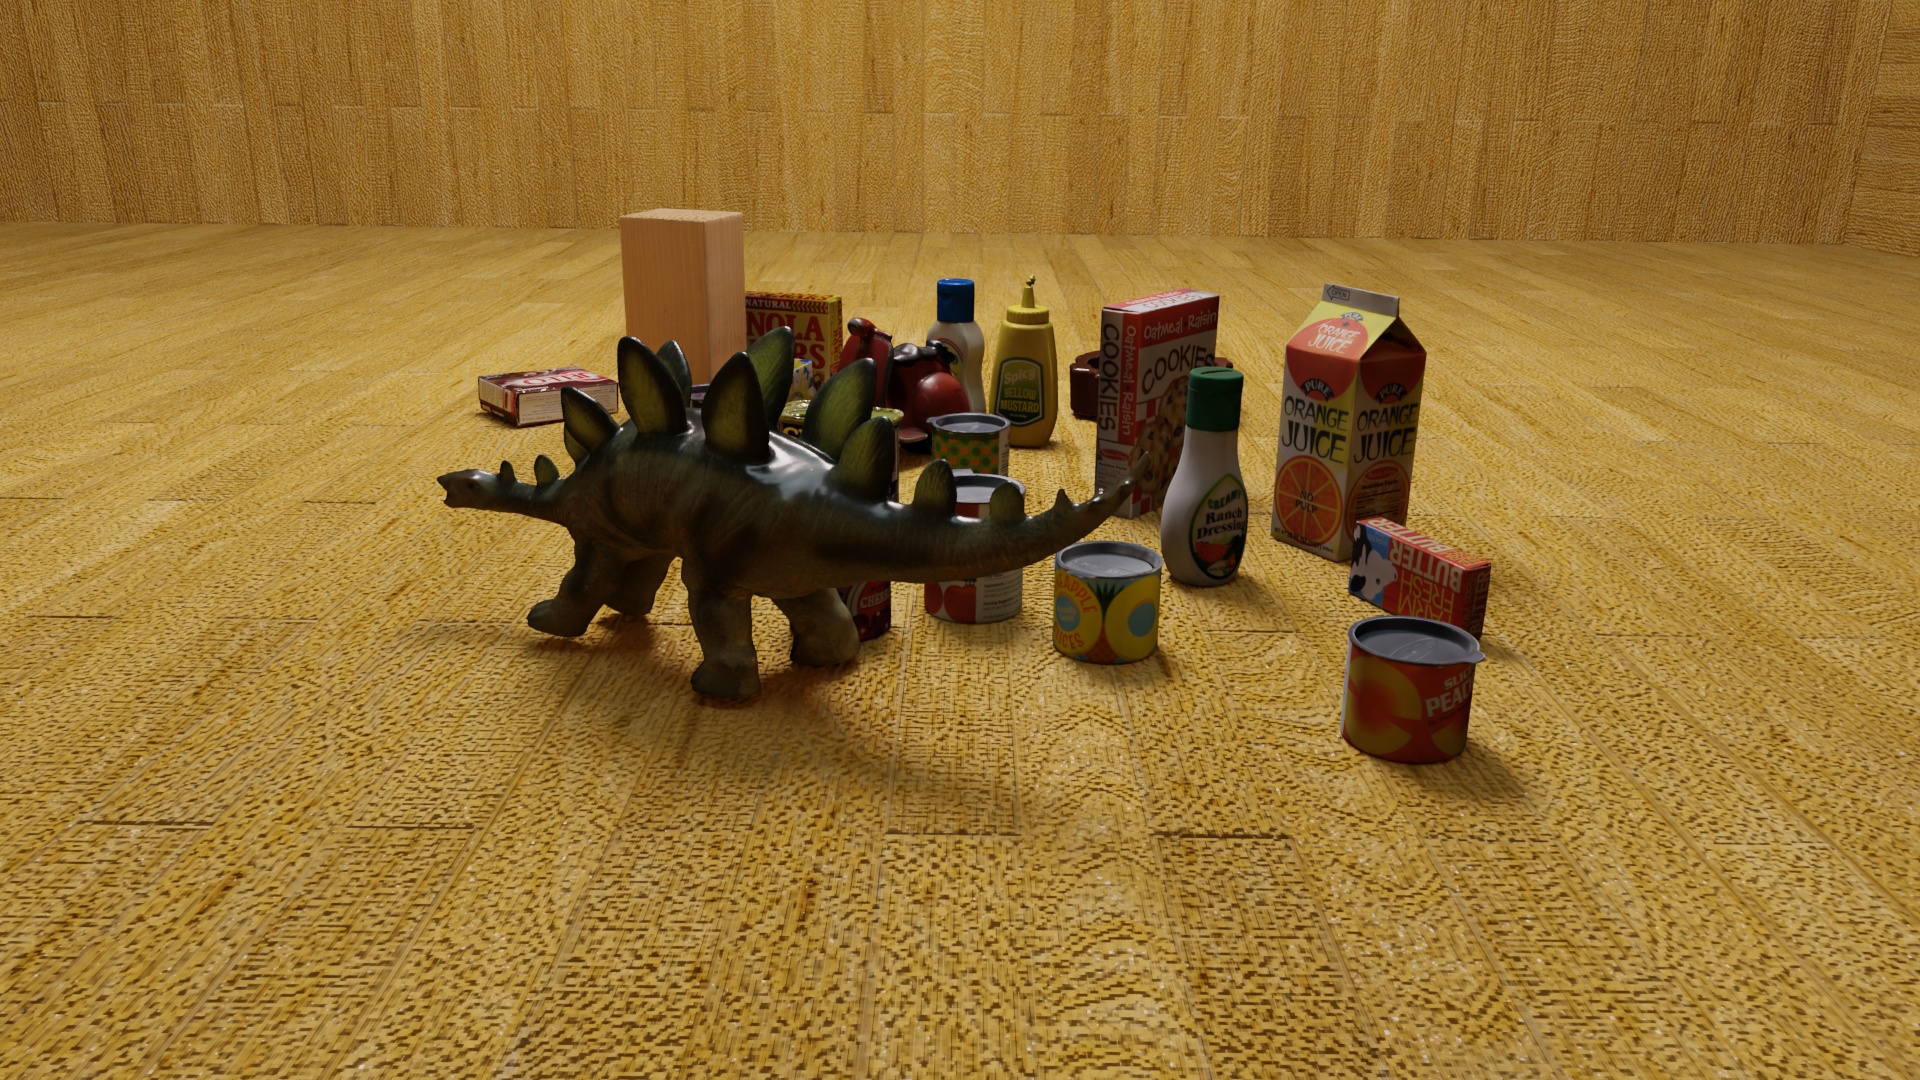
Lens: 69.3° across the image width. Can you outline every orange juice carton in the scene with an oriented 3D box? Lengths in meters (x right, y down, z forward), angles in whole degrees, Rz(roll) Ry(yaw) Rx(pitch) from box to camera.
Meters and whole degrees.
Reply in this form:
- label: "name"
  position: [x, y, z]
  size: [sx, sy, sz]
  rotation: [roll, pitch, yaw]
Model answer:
- label: "orange juice carton"
  position: [0.286, -0.089, 1.023]
  size: [0.073, 0.192, 0.072]
  rotation: [-11, 21, -31]

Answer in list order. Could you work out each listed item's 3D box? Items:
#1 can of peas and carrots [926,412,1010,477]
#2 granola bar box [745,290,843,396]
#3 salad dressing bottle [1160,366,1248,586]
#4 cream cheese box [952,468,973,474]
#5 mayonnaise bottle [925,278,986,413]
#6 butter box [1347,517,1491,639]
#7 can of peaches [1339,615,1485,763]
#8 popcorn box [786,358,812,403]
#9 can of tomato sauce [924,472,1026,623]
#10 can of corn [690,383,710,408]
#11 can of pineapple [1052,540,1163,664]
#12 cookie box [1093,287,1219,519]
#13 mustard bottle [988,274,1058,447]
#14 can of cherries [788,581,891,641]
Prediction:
- label: "can of peas and carrots"
  position: [0.006, -0.072, 1.170]
  size: [0.071, 0.058, 0.071]
  rotation: [1, 18, 0]
- label: "granola bar box"
  position: [-0.200, -0.190, 1.409]
  size: [0.165, 0.123, 0.039]
  rotation: [7, 19, 18]
- label: "salad dressing bottle"
  position: [0.170, -0.044, 0.955]
  size: [0.064, 0.147, 0.044]
  rotation: [-10, 21, -29]
- label: "cream cheese box"
  position: [0.004, -0.013, 1.003]
  size: [0.024, 0.053, 0.104]
  rotation: [-2, 19, -7]
- label: "mayonnaise bottle"
  position: [-0.006, -0.176, 1.340]
  size: [0.065, 0.147, 0.041]
  rotation: [12, 21, 31]
- label: "butter box"
  position: [0.297, 0.025, 0.904]
  size: [0.024, 0.053, 0.103]
  rotation: [-8, 20, -24]
- label: "can of peaches"
  position: [0.238, 0.079, 0.735]
  size: [0.071, 0.057, 0.071]
  rotation: [1, 18, 0]
- label: "popcorn box"
  position: [-0.170, -0.109, 1.231]
  size: [0.038, 0.085, 0.127]
  rotation: [5, 19, 14]
- label: "can of tomato sauce"
  position: [0.007, 0.004, 0.908]
  size: [0.071, 0.082, 0.071]
  rotation: [1, 18, 0]
- label: "can of corn"
  position: [-0.226, -0.108, 1.270]
  size: [0.071, 0.058, 0.071]
  rotation: [1, 18, 0]
- label: "can of pineapple"
  position: [0.088, 0.038, 0.851]
  size: [0.071, 0.057, 0.071]
  rotation: [1, 18, 0]
- label: "cookie box"
  position: [0.159, -0.114, 1.131]
  size: [0.040, 0.166, 0.123]
  rotation: [15, 23, 36]
- label: "mustard bottle"
  position: [0.060, -0.168, 1.299]
  size: [0.065, 0.159, 0.049]
  rotation: [4, 19, 11]
- label: "can of cherries"
  position: [-0.074, 0.027, 0.875]
  size: [0.071, 0.058, 0.072]
  rotation: [1, 18, 0]
